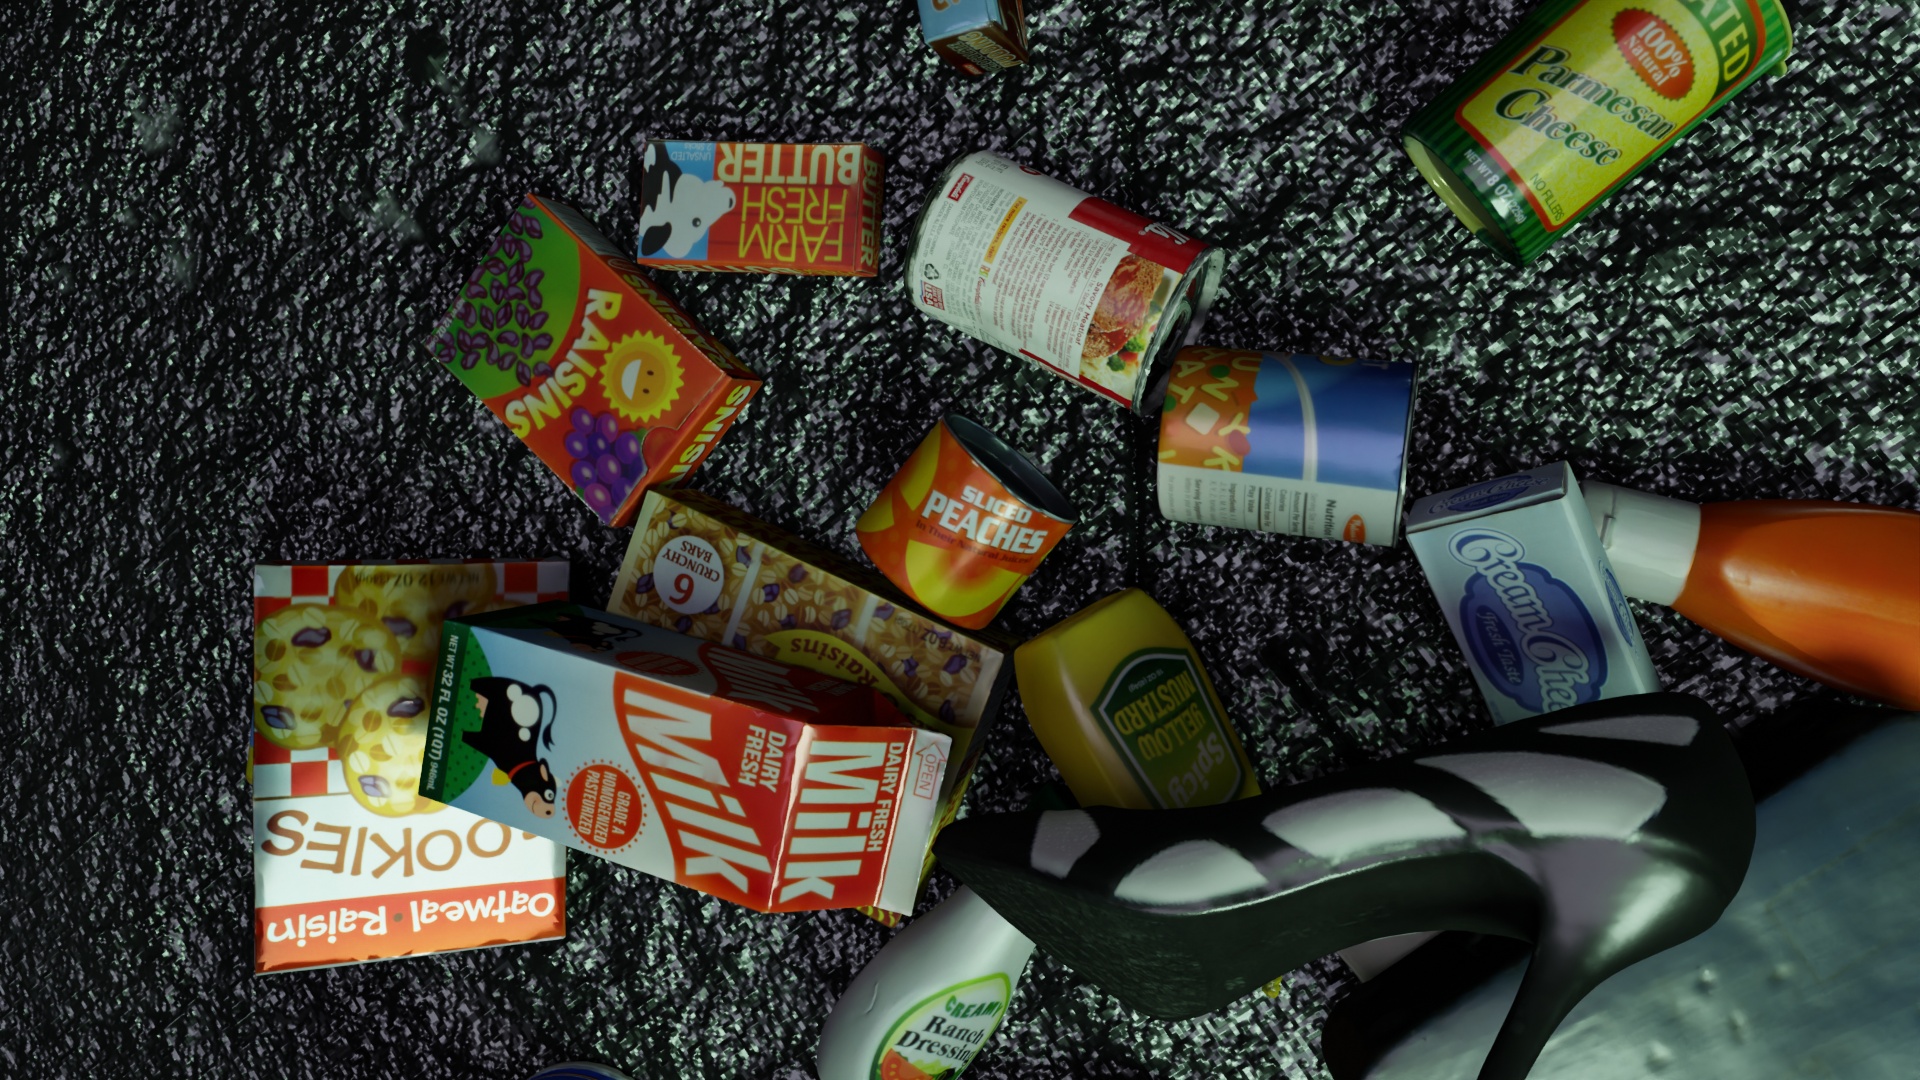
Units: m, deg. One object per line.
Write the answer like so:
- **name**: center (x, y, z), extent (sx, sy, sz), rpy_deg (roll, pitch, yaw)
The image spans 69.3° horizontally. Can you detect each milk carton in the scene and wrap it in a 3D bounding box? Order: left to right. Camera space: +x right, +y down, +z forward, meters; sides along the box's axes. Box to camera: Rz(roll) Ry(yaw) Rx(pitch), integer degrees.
- **milk carton**: center (-0.099, 0.081, 0.526), extent (0.191, 0.073, 0.072), rpy_deg (15, 98, 16)

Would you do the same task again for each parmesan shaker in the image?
- **parmesan shaker**: center (0.212, -0.148, 0.467), extent (0.103, 0.071, 0.071), rpy_deg (-41, 80, 15)

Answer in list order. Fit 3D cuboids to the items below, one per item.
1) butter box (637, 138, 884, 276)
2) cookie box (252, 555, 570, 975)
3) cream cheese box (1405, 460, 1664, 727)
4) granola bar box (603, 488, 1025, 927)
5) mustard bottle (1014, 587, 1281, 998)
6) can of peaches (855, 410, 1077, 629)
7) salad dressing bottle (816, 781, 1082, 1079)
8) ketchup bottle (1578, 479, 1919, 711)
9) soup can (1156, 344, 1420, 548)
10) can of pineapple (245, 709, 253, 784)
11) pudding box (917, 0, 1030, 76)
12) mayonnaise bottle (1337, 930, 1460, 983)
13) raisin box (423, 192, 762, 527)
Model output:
- **butter box**: center (-0.084, -0.139, 0.581), extent (0.103, 0.024, 0.053), rpy_deg (6, 93, 17)
- **cookie box**: center (-0.233, 0.091, 0.593), extent (0.123, 0.040, 0.167), rpy_deg (0, 93, -25)
- **cream cheese box**: center (0.196, 0.026, 0.471), extent (0.053, 0.024, 0.103), rpy_deg (-16, 114, 36)
- **granola bar box**: center (-0.072, 0.065, 0.577), extent (0.166, 0.039, 0.124), rpy_deg (24, 100, 15)
- **mustard bottle**: center (0.082, 0.098, 0.518), extent (0.065, 0.048, 0.160), rpy_deg (-29, 86, -25)
- **can of peaches**: center (0.002, -0.007, 0.535), extent (0.071, 0.071, 0.058), rpy_deg (43, 105, 11)
- **salad dressing bottle**: center (0.003, 0.163, 0.549), extent (0.147, 0.064, 0.044), rpy_deg (-53, 39, 5)
- **ketchup bottle**: center (0.280, 0.014, 0.463), extent (0.149, 0.043, 0.064), rpy_deg (15, 91, 16)
- **soup can**: center (0.119, -0.037, 0.501), extent (0.084, 0.071, 0.071), rpy_deg (8, 95, 17)
- **can of pineapple**: center (-0.284, 0.081, 0.628), extent (0.071, 0.071, 0.057), rpy_deg (10, 96, 17)
- **pudding box**: center (0.001, -0.229, 0.538), extent (0.030, 0.050, 0.083), rpy_deg (-10, 89, 19)
- **mayonnaise bottle**: center (0.176, 0.166, 0.503), extent (0.064, 0.041, 0.148), rpy_deg (-26, 85, 12)
- **raisin box**: center (-0.158, -0.077, 0.599), extent (0.123, 0.040, 0.086), rpy_deg (43, 102, 11)
